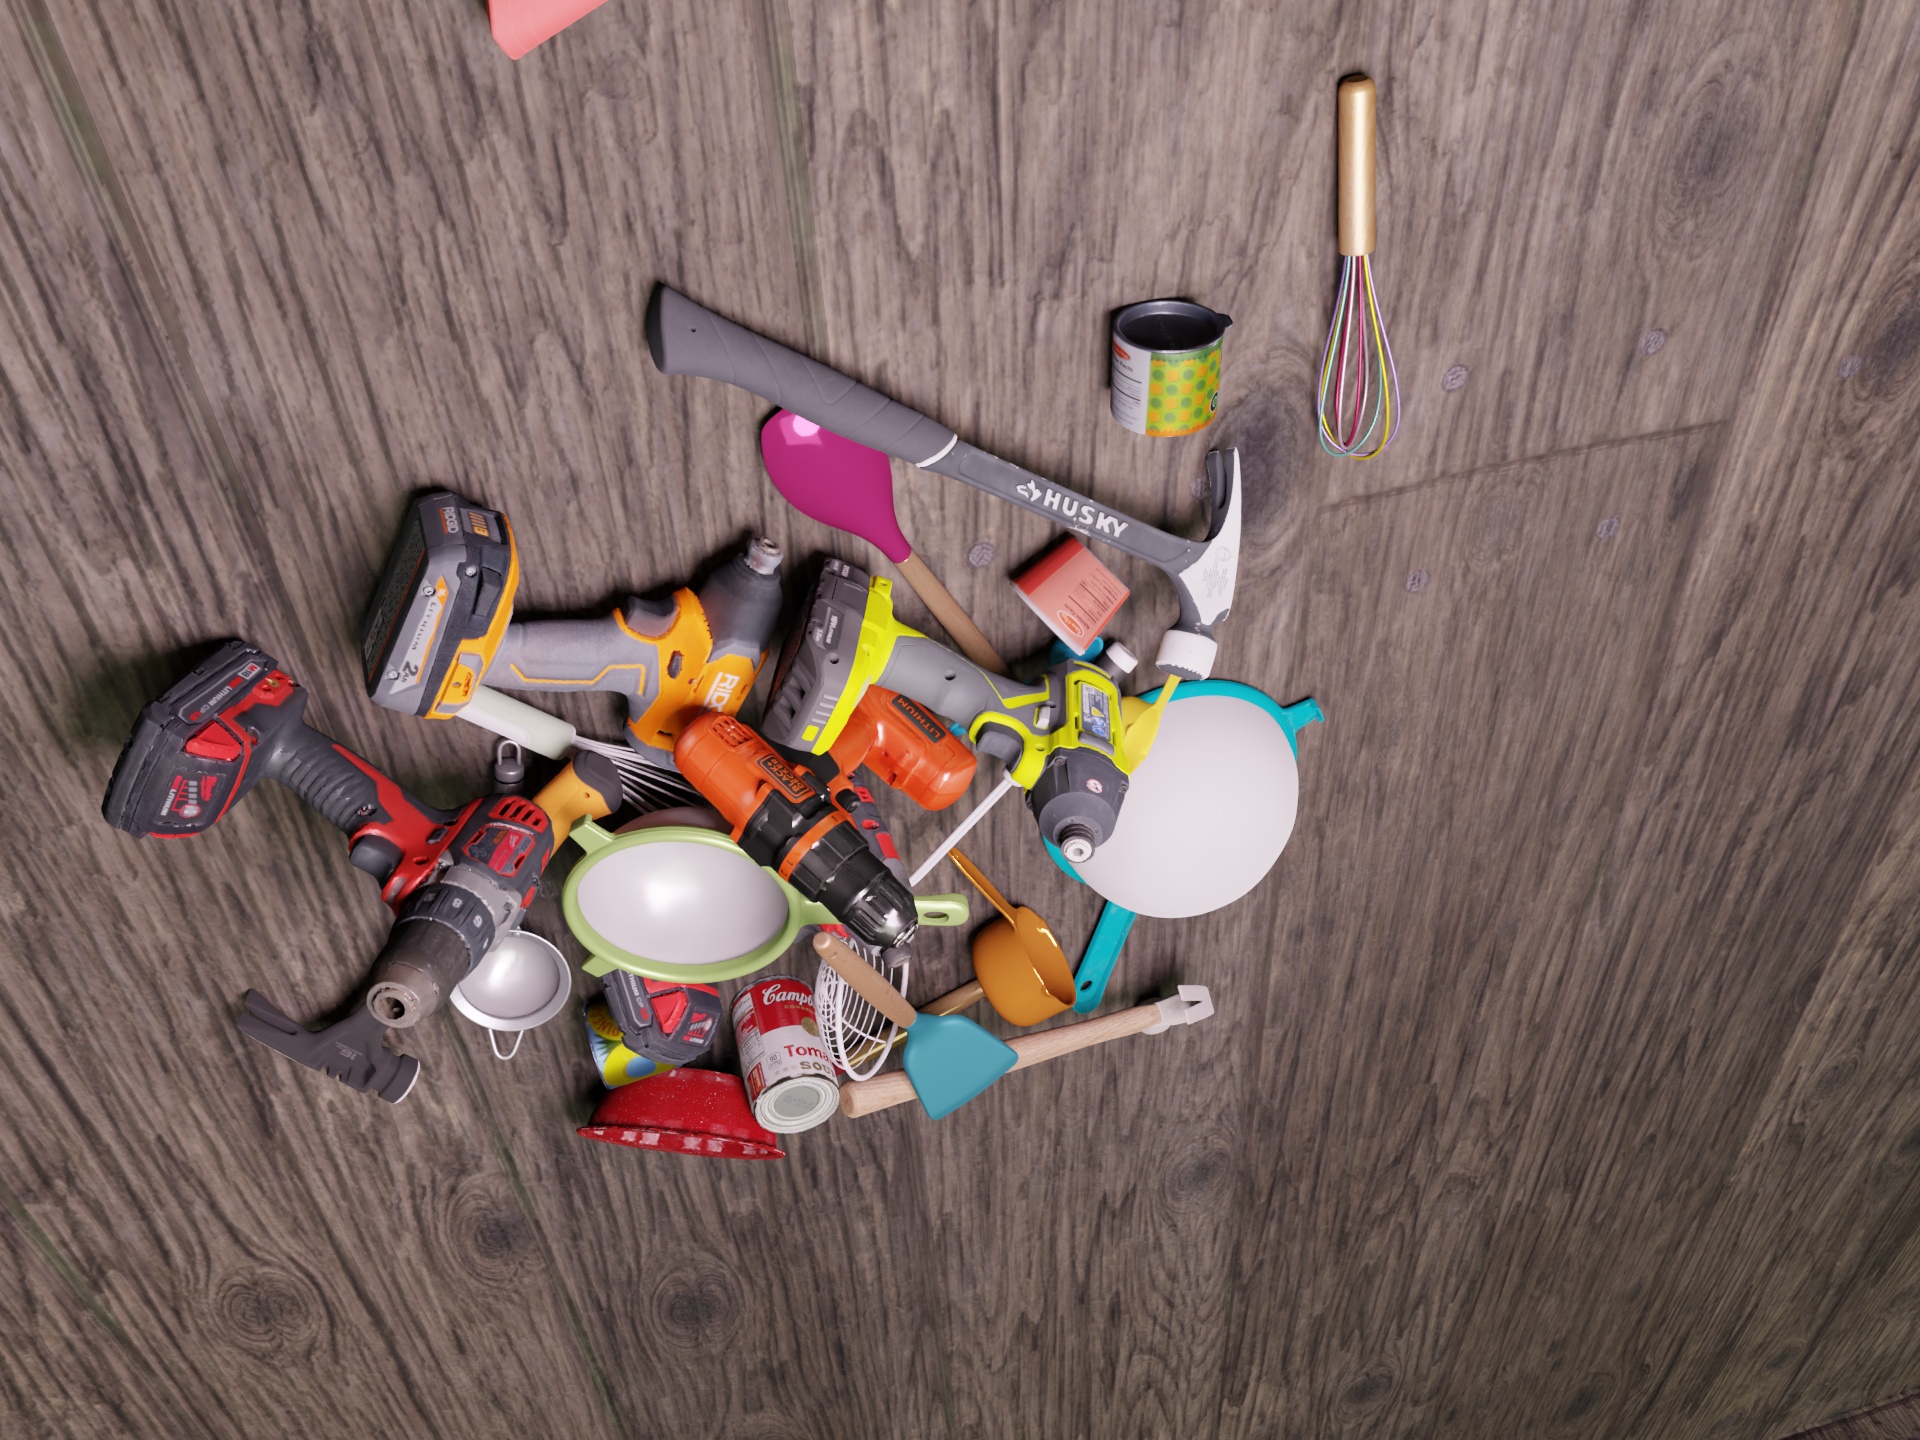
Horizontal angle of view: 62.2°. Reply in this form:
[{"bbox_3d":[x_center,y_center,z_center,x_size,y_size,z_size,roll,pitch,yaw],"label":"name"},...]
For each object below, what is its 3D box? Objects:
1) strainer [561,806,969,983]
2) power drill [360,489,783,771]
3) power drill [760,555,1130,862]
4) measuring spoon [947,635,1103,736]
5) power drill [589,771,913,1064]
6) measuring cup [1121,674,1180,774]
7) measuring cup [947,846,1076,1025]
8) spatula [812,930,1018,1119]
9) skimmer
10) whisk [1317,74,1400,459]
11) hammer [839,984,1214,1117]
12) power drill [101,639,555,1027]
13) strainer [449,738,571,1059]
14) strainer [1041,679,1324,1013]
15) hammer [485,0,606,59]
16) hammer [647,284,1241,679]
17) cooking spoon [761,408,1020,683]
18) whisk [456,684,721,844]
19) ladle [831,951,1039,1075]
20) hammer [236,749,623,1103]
[{"bbox_3d":[-0.123,0.101,1.028,0.256,0.069,0.151,2,134,-6],"label":"strainer"},{"bbox_3d":[-0.218,-0.060,0.945,0.226,0.084,0.164,13,122,-34],"label":"power drill"},{"bbox_3d":[-0.002,-0.003,0.983,0.223,0.171,0.080,22,123,-12],"label":"power drill"},{"bbox_3d":[0.040,-0.028,1.093,0.128,0.021,0.042,-30,153,-12],"label":"measuring spoon"},{"bbox_3d":[-0.137,0.144,1.101,0.219,0.143,0.078,-30,156,7],"label":"power drill"},{"bbox_3d":[0.137,-0.033,1.112,0.156,0.029,0.062,-60,155,-8],"label":"measuring cup"},{"bbox_3d":[0.022,0.167,1.237,0.052,0.095,0.173,-33,114,17],"label":"measuring cup"},{"bbox_3d":[-0.038,0.204,1.087,0.082,0.044,0.317,-35,151,-2],"label":"spatula"},{"bbox_3d":[0.018,0.103,1.137,0.363,0.090,0.127,-48,165,14],"label":"skimmer"},{"bbox_3d":[0.238,-0.267,0.973,0.051,0.047,0.244,-16,128,-6],"label":"whisk"},{"bbox_3d":[0.060,0.262,1.271,0.331,0.031,0.130,-9,166,-27],"label":"hammer"},{"bbox_3d":[-0.352,0.067,0.889,0.226,0.188,0.080,31,115,-9],"label":"power drill"},{"bbox_3d":[-0.307,0.120,1.087,0.087,0.050,0.258,4,121,-10],"label":"strainer"},{"bbox_3d":[0.156,0.130,1.234,0.211,0.095,0.340,3,126,-23],"label":"strainer"},{"bbox_3d":[-0.064,-0.413,0.736,0.359,0.037,0.149,-32,132,6],"label":"hammer"},{"bbox_3d":[0.005,-0.158,0.948,0.408,0.036,0.149,20,82,-26],"label":"hammer"},{"bbox_3d":[-0.025,-0.091,1.030,0.069,0.017,0.318,-35,133,6],"label":"cooking spoon"},{"bbox_3d":[-0.248,0.018,1.021,0.246,0.059,0.058,28,142,-32],"label":"whisk"},{"bbox_3d":[-0.074,0.271,1.312,0.315,0.031,0.069,-29,133,2],"label":"ladle"},{"bbox_3d":[-0.339,0.130,1.048,0.127,0.034,0.337,35,116,-25],"label":"hammer"}]
